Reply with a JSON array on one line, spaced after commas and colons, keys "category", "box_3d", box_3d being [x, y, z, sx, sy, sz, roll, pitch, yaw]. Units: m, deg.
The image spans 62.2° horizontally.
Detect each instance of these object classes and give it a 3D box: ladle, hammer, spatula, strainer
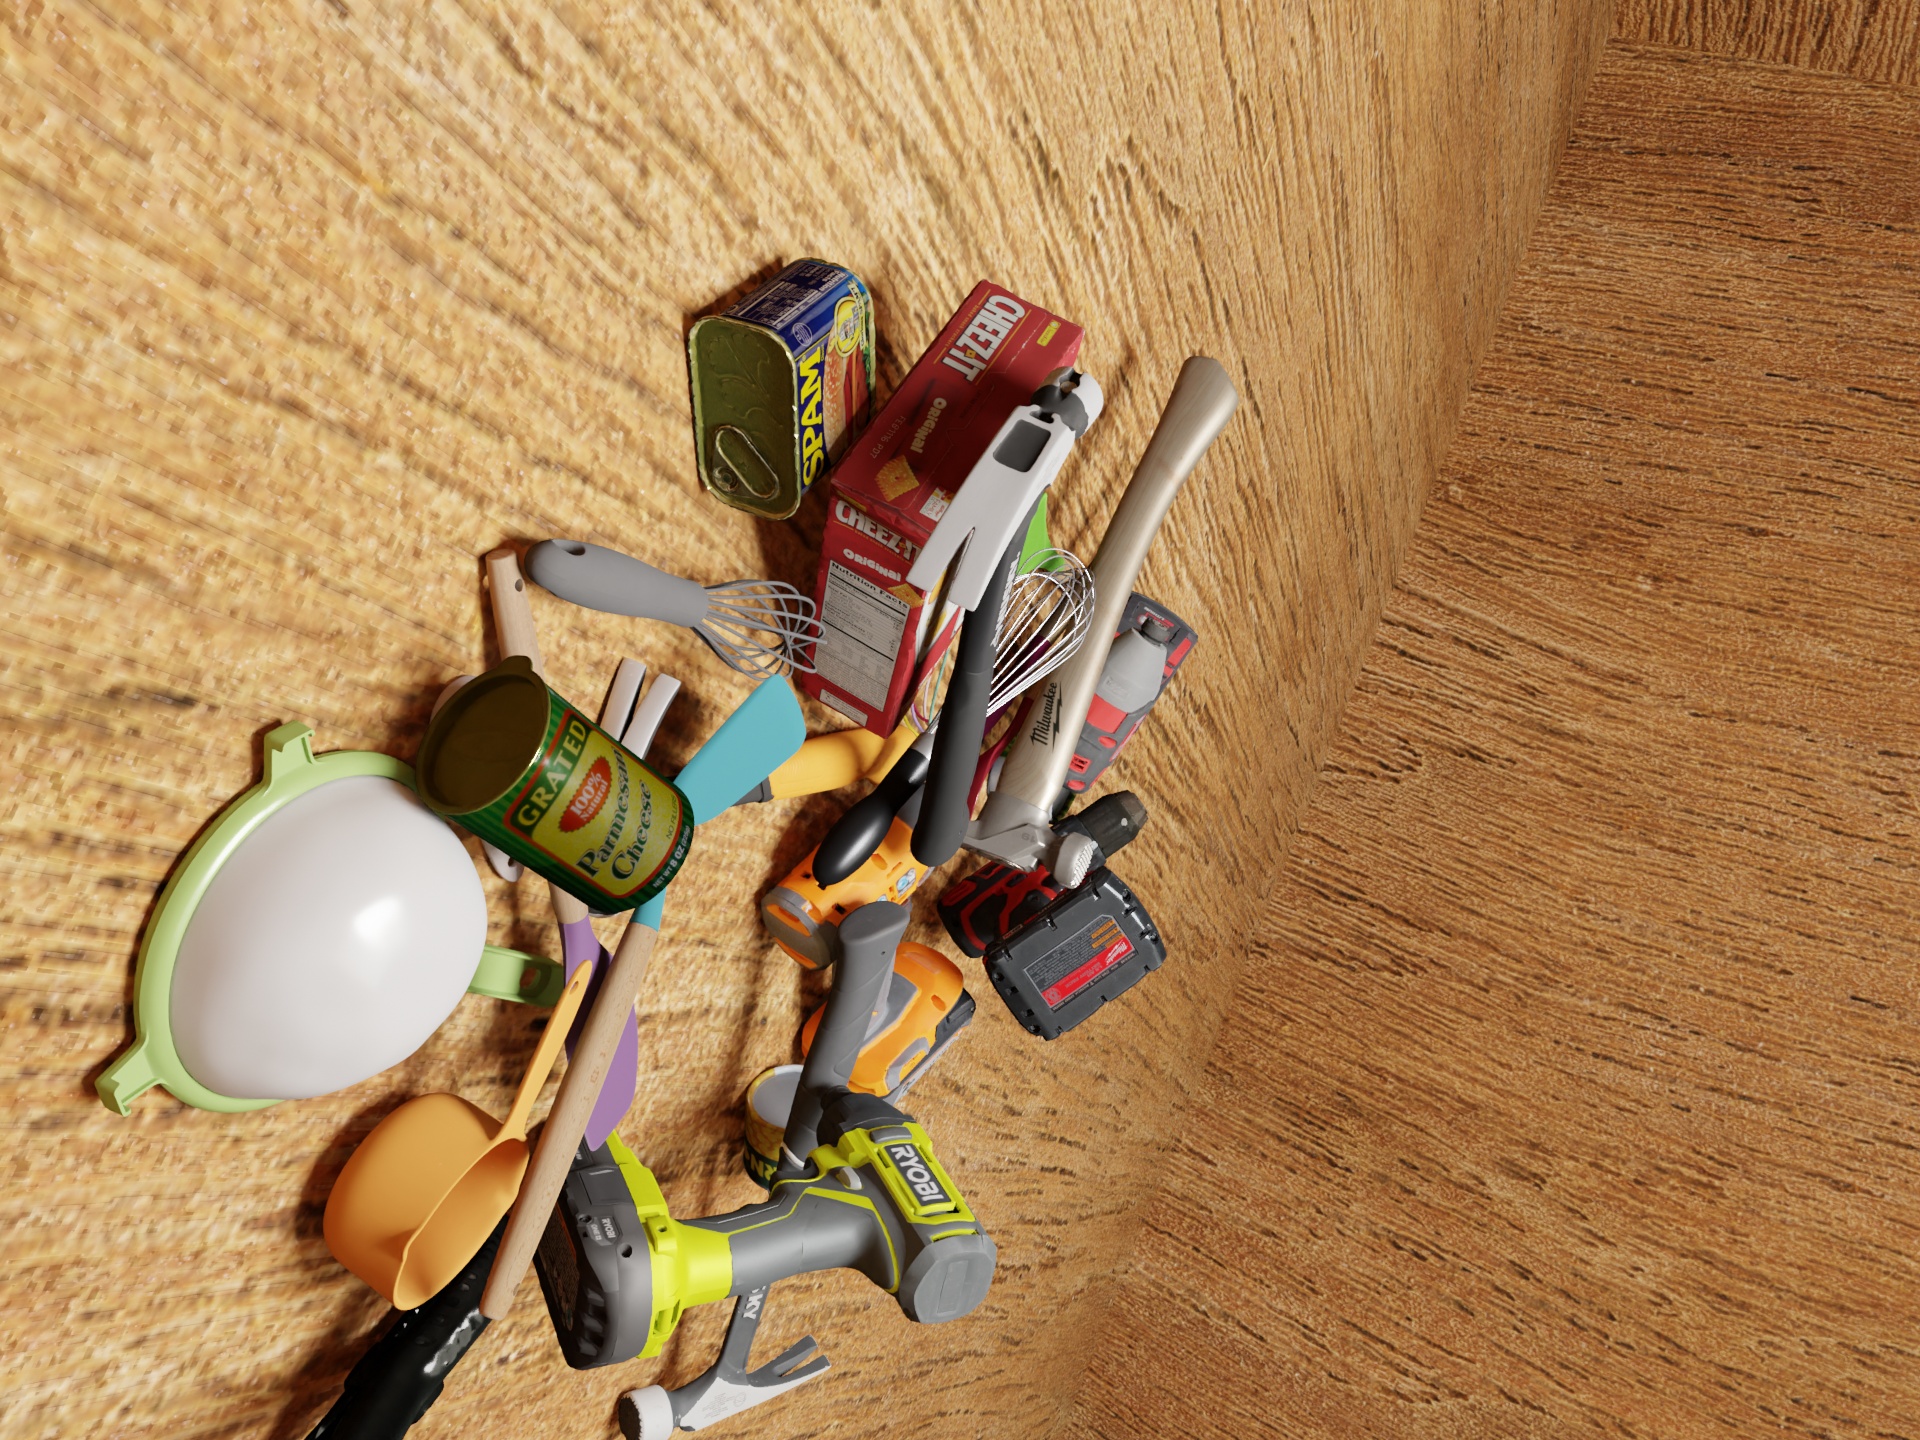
[{"category": "ladle", "box_3d": [0.071, -0.034, 1.269, 0.315, 0.031, 0.069, -55, 174, -23]}, {"category": "hammer", "box_3d": [0.004, -0.022, 0.858, 0.146, 0.035, 0.334, -56, 167, -37]}, {"category": "hammer", "box_3d": [-0.105, 0.023, 0.918, 0.337, 0.034, 0.127, -10, 119, -66]}, {"category": "hammer", "box_3d": [-0.105, 0.295, 1.026, 0.149, 0.036, 0.408, 1, 116, -40]}, {"category": "hammer", "box_3d": [0.095, -0.089, 1.157, 0.411, 0.146, 0.038, -66, 160, -14]}, {"category": "spatula", "box_3d": [-0.151, 0.125, 0.755, 0.082, 0.044, 0.318, 78, 28, -65]}, {"category": "spatula", "box_3d": [-0.182, 0.067, 0.734, 0.060, 0.018, 0.315, -55, 147, -54]}, {"category": "strainer", "box_3d": [-0.218, 0.106, 0.665, 0.151, 0.069, 0.256, -67, 157, -8]}]

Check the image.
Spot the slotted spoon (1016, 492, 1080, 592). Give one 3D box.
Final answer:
[{"category": "slotted spoon", "box_3d": [0.080, -0.115, 1.257, 0.070, 0.031, 0.313, -68, 161, -2]}]

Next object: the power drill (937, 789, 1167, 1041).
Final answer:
[{"category": "power drill", "box_3d": [0.082, 0.134, 1.204, 0.188, 0.080, 0.227, -35, -166, -2]}]

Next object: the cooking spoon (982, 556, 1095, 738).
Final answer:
[{"category": "cooking spoon", "box_3d": [0.078, -0.080, 1.236, 0.319, 0.017, 0.068, -51, 169, -20]}]

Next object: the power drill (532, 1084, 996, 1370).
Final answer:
[{"category": "power drill", "box_3d": [-0.113, 0.265, 0.870, 0.223, 0.171, 0.080, 1, 113, -29]}]

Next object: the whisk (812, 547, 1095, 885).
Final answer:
[{"category": "whisk", "box_3d": [-0.001, -0.002, 1.016, 0.285, 0.070, 0.070, -50, 153, -22]}]

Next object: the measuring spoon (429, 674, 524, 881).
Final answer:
[{"category": "measuring spoon", "box_3d": [-0.205, 0.031, 0.701, 0.034, 0.018, 0.124, -52, 153, -38]}]

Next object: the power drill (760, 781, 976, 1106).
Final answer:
[{"category": "power drill", "box_3d": [-0.048, 0.147, 1.083, 0.164, 0.084, 0.226, -42, 145, -32]}]

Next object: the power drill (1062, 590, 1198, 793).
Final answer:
[{"category": "power drill", "box_3d": [0.126, -0.033, 1.269, 0.143, 0.078, 0.220, -58, 177, 18]}]

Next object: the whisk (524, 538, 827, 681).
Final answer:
[{"category": "whisk", "box_3d": [-0.130, -0.053, 0.760, 0.238, 0.055, 0.055, 14, 96, -67]}]

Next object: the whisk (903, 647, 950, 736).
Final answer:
[{"category": "whisk", "box_3d": [0.007, -0.104, 1.072, 0.051, 0.047, 0.245, 6, 99, -67]}]

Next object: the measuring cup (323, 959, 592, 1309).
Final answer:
[{"category": "measuring cup", "box_3d": [-0.223, 0.174, 0.713, 0.173, 0.052, 0.095, -63, 167, 2]}]
